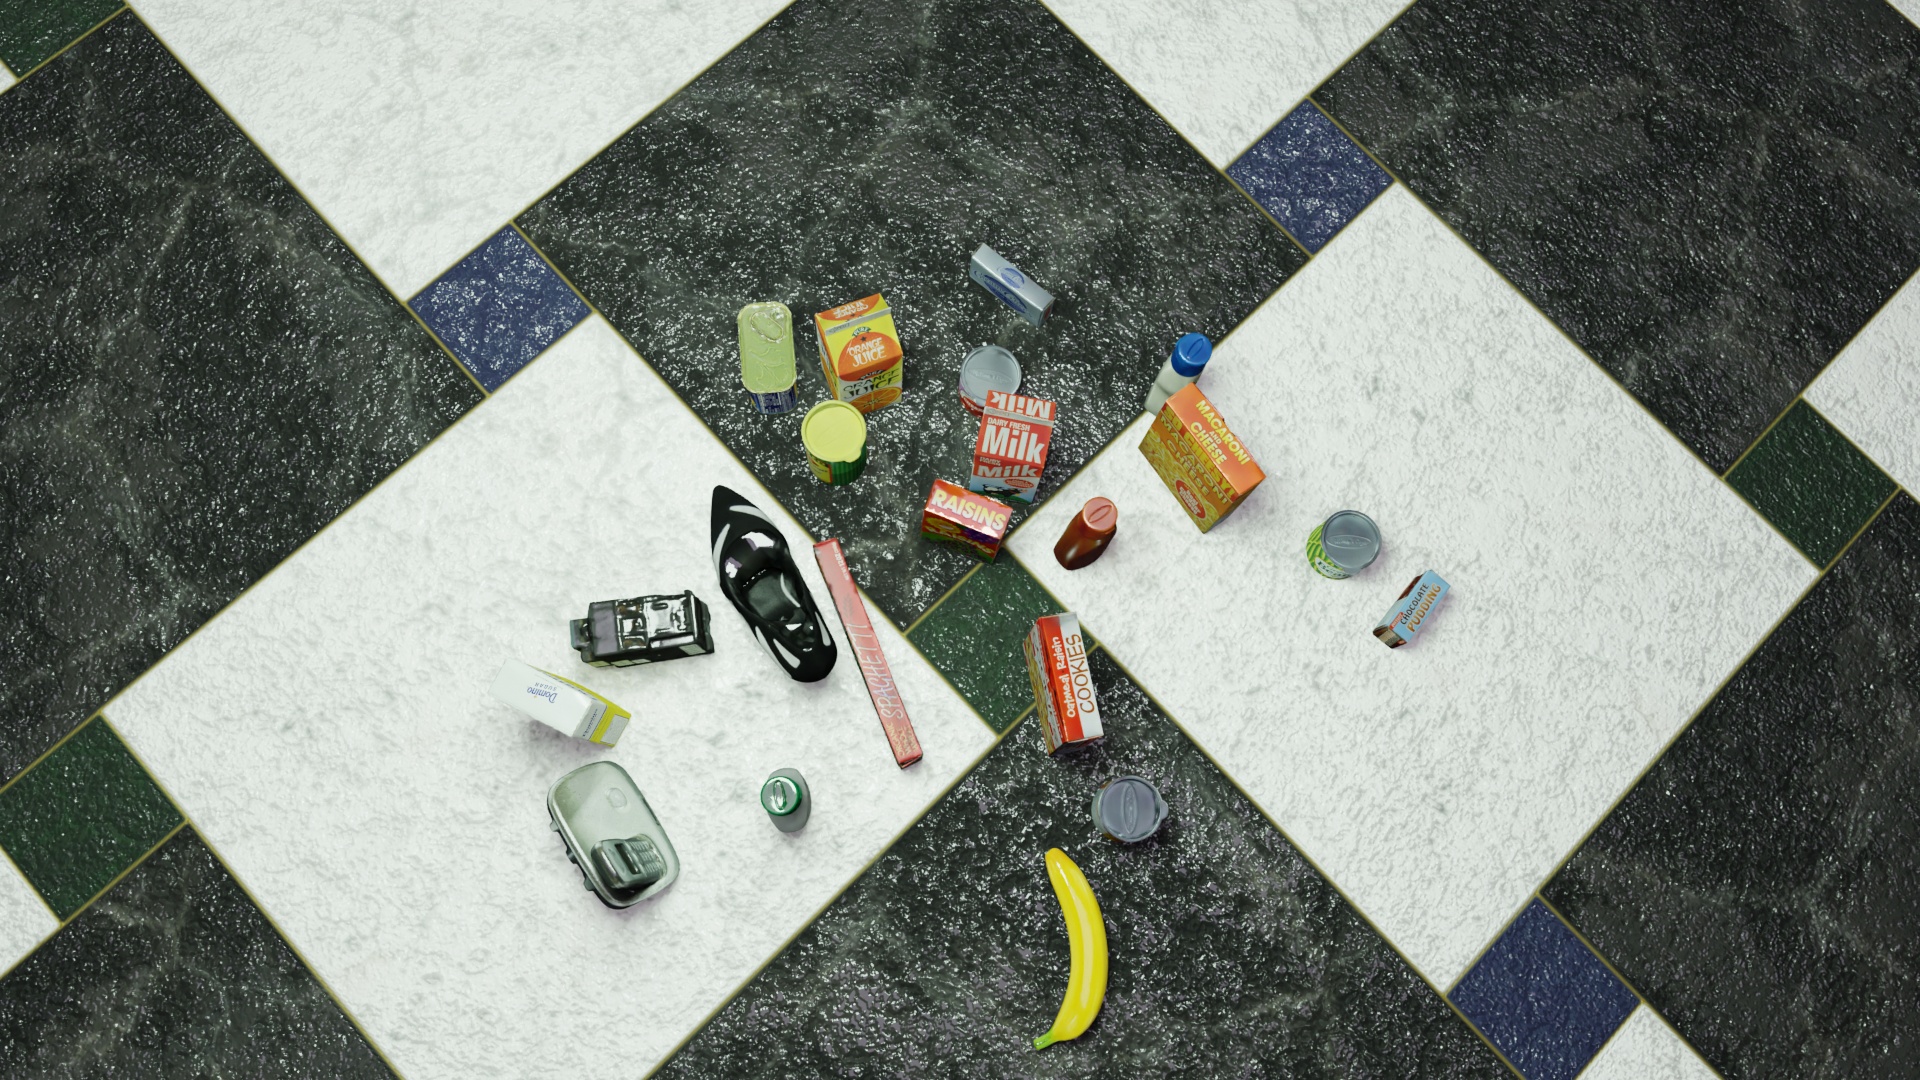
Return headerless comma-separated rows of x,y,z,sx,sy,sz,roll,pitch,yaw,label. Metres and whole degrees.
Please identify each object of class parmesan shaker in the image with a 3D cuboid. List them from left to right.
-0.131,-0.099,1.473,0.071,0.103,0.071,1,77,-3,parmesan shaker

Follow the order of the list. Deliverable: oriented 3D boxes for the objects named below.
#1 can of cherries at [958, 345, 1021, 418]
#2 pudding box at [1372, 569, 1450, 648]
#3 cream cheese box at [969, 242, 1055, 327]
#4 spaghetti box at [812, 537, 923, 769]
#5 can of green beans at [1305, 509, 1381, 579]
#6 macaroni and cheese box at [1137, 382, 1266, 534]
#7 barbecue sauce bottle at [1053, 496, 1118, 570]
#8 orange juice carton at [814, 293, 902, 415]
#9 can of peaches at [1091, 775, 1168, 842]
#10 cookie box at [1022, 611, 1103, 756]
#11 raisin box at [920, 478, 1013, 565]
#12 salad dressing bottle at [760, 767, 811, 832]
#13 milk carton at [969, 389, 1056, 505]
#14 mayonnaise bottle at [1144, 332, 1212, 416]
0.030,-0.171,1.523,0.071,0.058,0.071,1,76,-3,can of cherries
0.484,0.074,1.492,0.030,0.049,0.084,39,77,6,pudding box
0.057,-0.285,1.555,0.104,0.053,0.024,39,78,6,cream cheese box
-0.097,0.118,1.449,0.029,0.050,0.250,-21,78,-8,spaghetti box
0.413,0.006,1.501,0.071,0.057,0.071,1,76,-3,can of green beans
0.250,-0.084,1.458,0.040,0.166,0.124,-34,81,-10,macaroni and cheese box
0.135,-0.009,1.442,0.065,0.148,0.044,-33,81,-10,barbecue sauce bottle
-0.105,-0.196,1.453,0.072,0.192,0.073,-20,79,-7,orange juice carton
0.172,0.276,1.421,0.071,0.058,0.071,1,76,-3,can of peaches
0.100,0.147,1.392,0.040,0.167,0.123,-11,77,-6,cookie box
0.005,-0.018,1.450,0.086,0.123,0.040,22,77,2,raisin box
-0.172,0.253,1.361,0.044,0.147,0.064,-8,77,-5,salad dressing bottle
0.053,-0.100,1.439,0.072,0.190,0.073,12,76,0,milk carton
0.236,-0.179,1.490,0.041,0.147,0.065,37,78,6,mayonnaise bottle
